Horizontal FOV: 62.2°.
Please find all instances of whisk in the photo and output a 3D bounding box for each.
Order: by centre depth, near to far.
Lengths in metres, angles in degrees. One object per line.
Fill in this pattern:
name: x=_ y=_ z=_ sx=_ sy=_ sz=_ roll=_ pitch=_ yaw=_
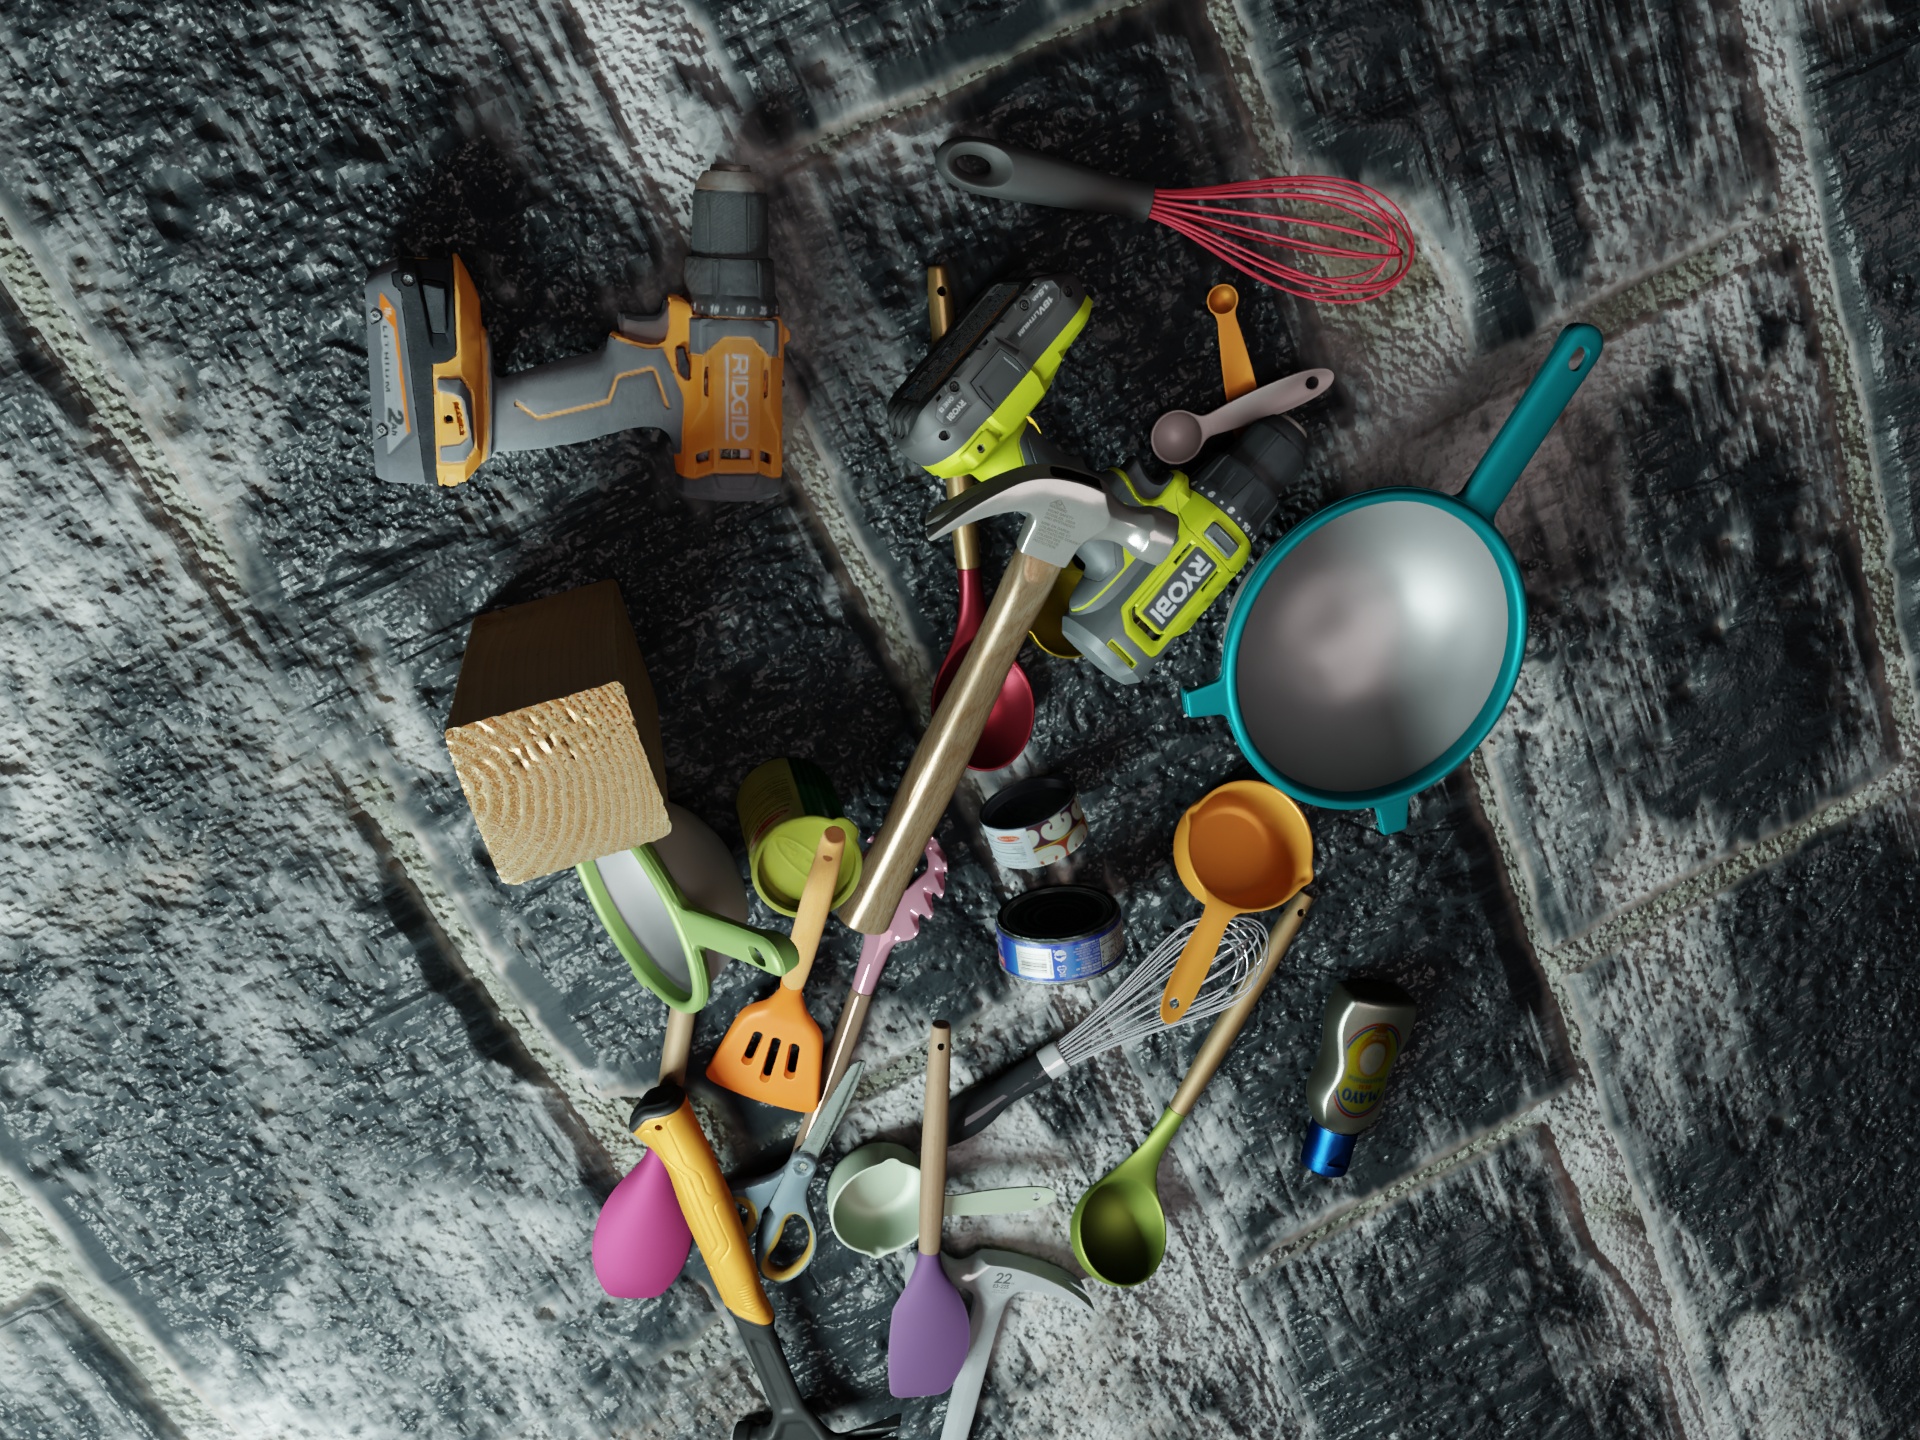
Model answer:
whisk: x=0.130 y=-0.303 z=0.941 sx=0.295 sy=0.073 sz=0.073 roll=9 pitch=107 yaw=-9
whisk: x=0.092 y=0.220 z=1.114 sx=0.284 sy=0.070 sz=0.070 roll=-33 pitch=113 yaw=4

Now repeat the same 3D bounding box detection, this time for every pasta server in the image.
pasta server: x=-0.077 y=0.209 z=1.077 sx=0.060 sy=0.040 sz=0.316 roll=20 pitch=105 yaw=3

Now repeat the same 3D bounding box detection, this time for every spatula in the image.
spatula: x=-0.101 y=0.156 z=0.969 sx=0.081 sy=0.041 sz=0.322 roll=19 pitch=144 yaw=-1
spatula: x=-0.018 y=0.347 z=1.108 sx=0.059 sy=0.018 sz=0.315 roll=-1 pitch=111 yaw=-10

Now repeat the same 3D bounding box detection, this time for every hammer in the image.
hammer: x=-0.002 y=-0.003 z=0.948 sx=0.130 sy=0.031 sz=0.331 roll=19 pitch=118 yaw=-14
hammer: x=-0.146 y=0.391 z=1.101 sx=0.127 sy=0.034 sz=0.336 roll=-11 pitch=114 yaw=13
hammer: x=-0.007 y=0.584 z=1.224 sx=0.144 sy=0.035 sz=0.405 roll=8 pitch=107 yaw=-15

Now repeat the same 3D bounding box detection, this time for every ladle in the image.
ladle: x=0.002 y=-0.120 z=0.988 sx=0.069 sy=0.031 sz=0.315 roll=-11 pitch=109 yaw=-14
ladle: x=0.175 y=0.265 z=1.147 sx=0.078 sy=0.062 sz=0.320 roll=26 pitch=98 yaw=-20

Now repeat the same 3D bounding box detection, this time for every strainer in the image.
strainer: x=-0.145 y=0.102 z=0.930 sx=0.069 sy=0.256 sz=0.151 roll=-30 pitch=110 yaw=-30
strainer: x=0.285 y=-0.109 z=1.023 sx=0.210 sy=0.095 sz=0.340 roll=29 pitch=98 yaw=-23

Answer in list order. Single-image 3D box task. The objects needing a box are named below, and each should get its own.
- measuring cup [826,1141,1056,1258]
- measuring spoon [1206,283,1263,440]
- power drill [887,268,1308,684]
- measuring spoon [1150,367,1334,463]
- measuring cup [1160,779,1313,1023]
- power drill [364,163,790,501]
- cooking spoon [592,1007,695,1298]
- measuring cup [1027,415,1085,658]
measuring cup: x=-0.015 y=0.336 z=1.138 sx=0.167 sy=0.038 sz=0.083 roll=2 pitch=109 yaw=-19
measuring spoon: x=0.174 y=-0.219 z=1.005 sx=0.021 sy=0.011 sz=0.116 roll=-16 pitch=115 yaw=3
power drill: x=0.088 y=-0.159 z=0.950 sx=0.228 sy=0.080 sz=0.190 roll=41 pitch=89 yaw=-23
measuring spoon: x=0.176 y=-0.196 z=1.004 sx=0.124 sy=0.018 sz=0.034 roll=-22 pitch=113 yaw=-2
measuring cup: x=0.169 y=0.124 z=1.068 sx=0.095 sy=0.052 sz=0.174 roll=28 pitch=79 yaw=-3
power drill: x=-0.207 y=-0.215 z=0.879 sx=0.226 sy=0.084 sz=0.185 roll=-2 pitch=109 yaw=-17
cooking spoon: x=-0.199 y=0.260 z=1.076 sx=0.068 sy=0.017 sz=0.318 roll=7 pitch=107 yaw=-17
measuring cup: x=0.054 y=-0.116 z=1.005 sx=0.062 sy=0.029 sz=0.156 roll=-18 pitch=103 yaw=-13
